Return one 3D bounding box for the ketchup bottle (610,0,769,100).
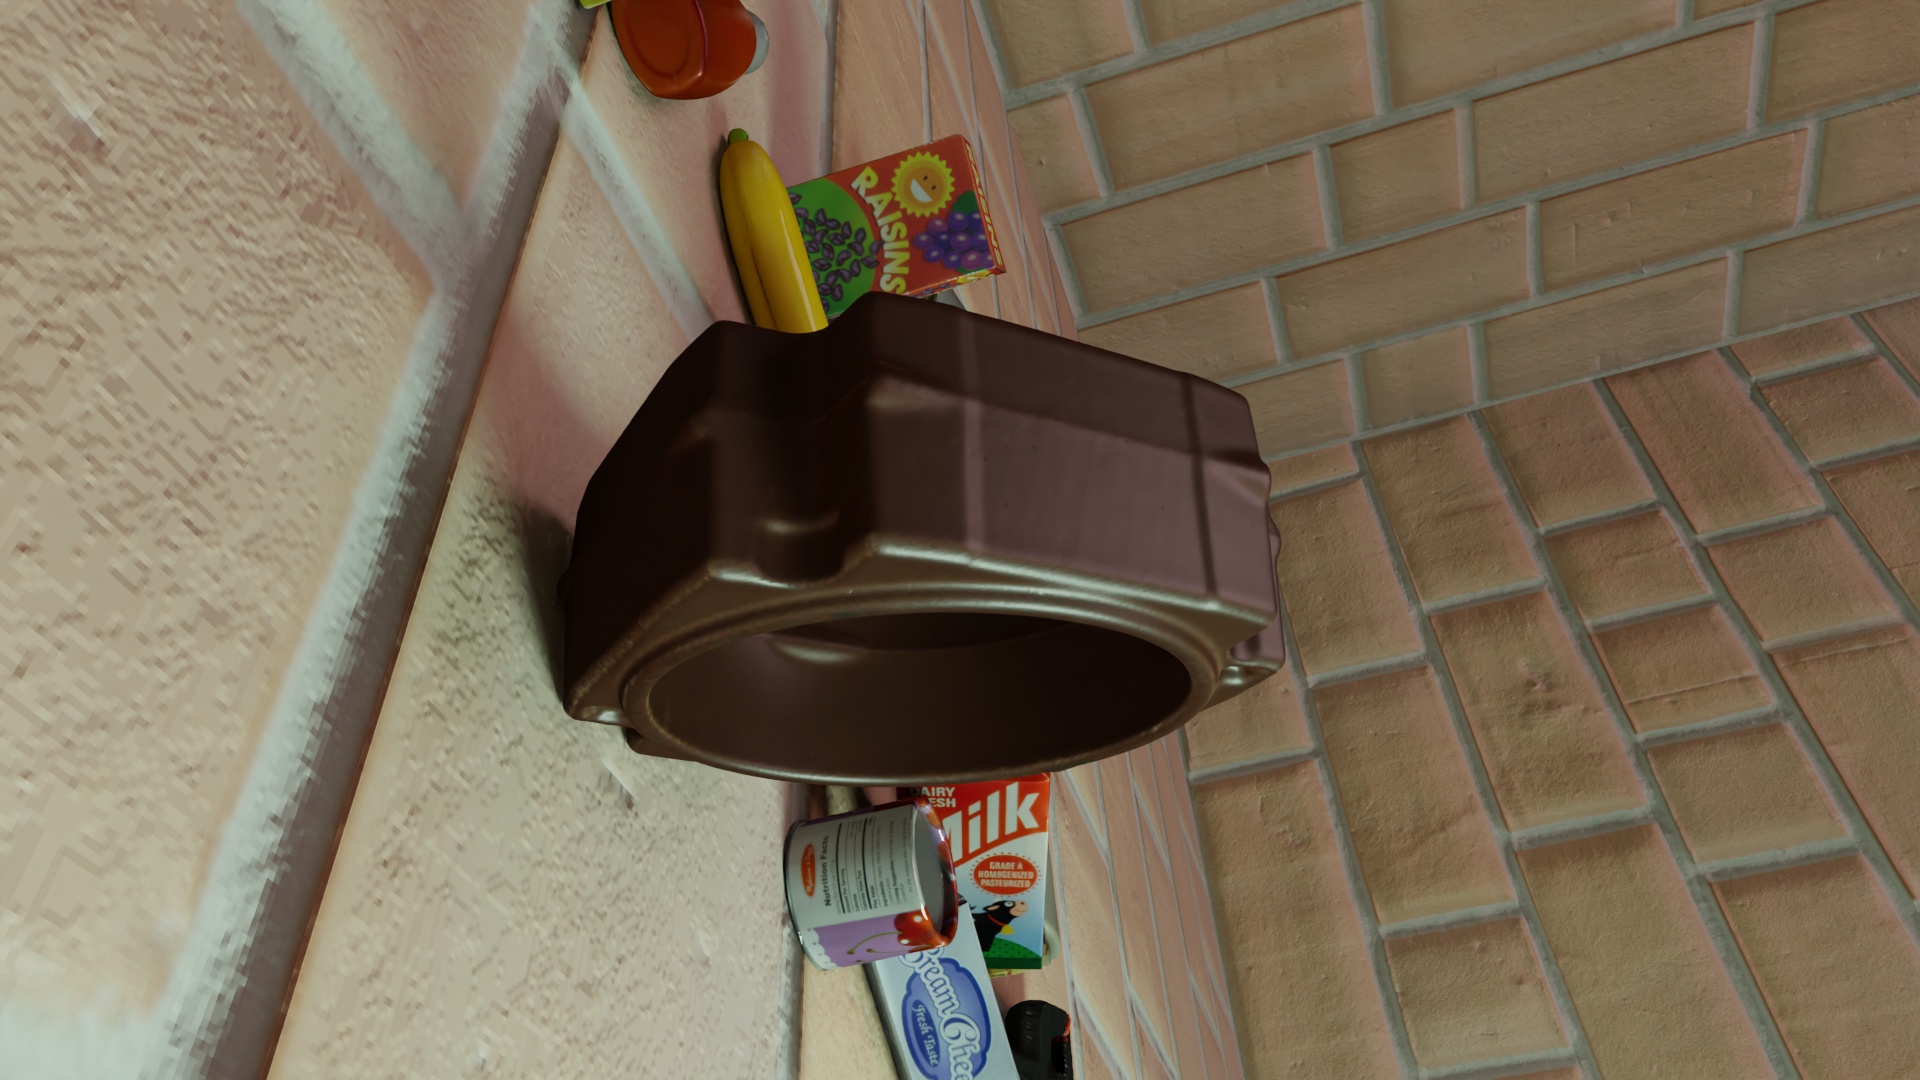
[{"bbox_3d":[-0.132,-0.259,0.711,0.149,0.043,0.064,-70,145,-72],"label":"ketchup bottle"}]

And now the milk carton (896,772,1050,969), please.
[{"bbox_3d":[0.007,0.127,0.687,0.073,0.073,0.189,-89,179,-52],"label":"milk carton"}]

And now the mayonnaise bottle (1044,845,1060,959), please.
[{"bbox_3d":[0.041,0.217,0.976,0.064,0.041,0.149,67,13,-44],"label":"mayonnaise bottle"}]

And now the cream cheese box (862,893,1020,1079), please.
[{"bbox_3d":[-0.010,0.225,0.660,0.024,0.053,0.103,3,-69,66],"label":"cream cheese box"}]

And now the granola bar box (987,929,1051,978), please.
[{"bbox_3d":[0.010,0.184,0.858,0.124,0.039,0.166,42,35,-69],"label":"granola bar box"}]

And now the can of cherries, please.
[{"bbox_3d":[-0.037,0.151,0.613,0.071,0.058,0.071,-16,92,-79],"label":"can of cherries"}]

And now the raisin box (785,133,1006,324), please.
[{"bbox_3d":[-0.043,-0.189,0.856,0.040,0.123,0.086,-26,101,-79],"label":"raisin box"}]

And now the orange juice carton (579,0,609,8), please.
[{"bbox_3d":[-0.151,-0.336,0.634,0.071,0.073,0.193,62,17,-51],"label":"orange juice carton"}]
